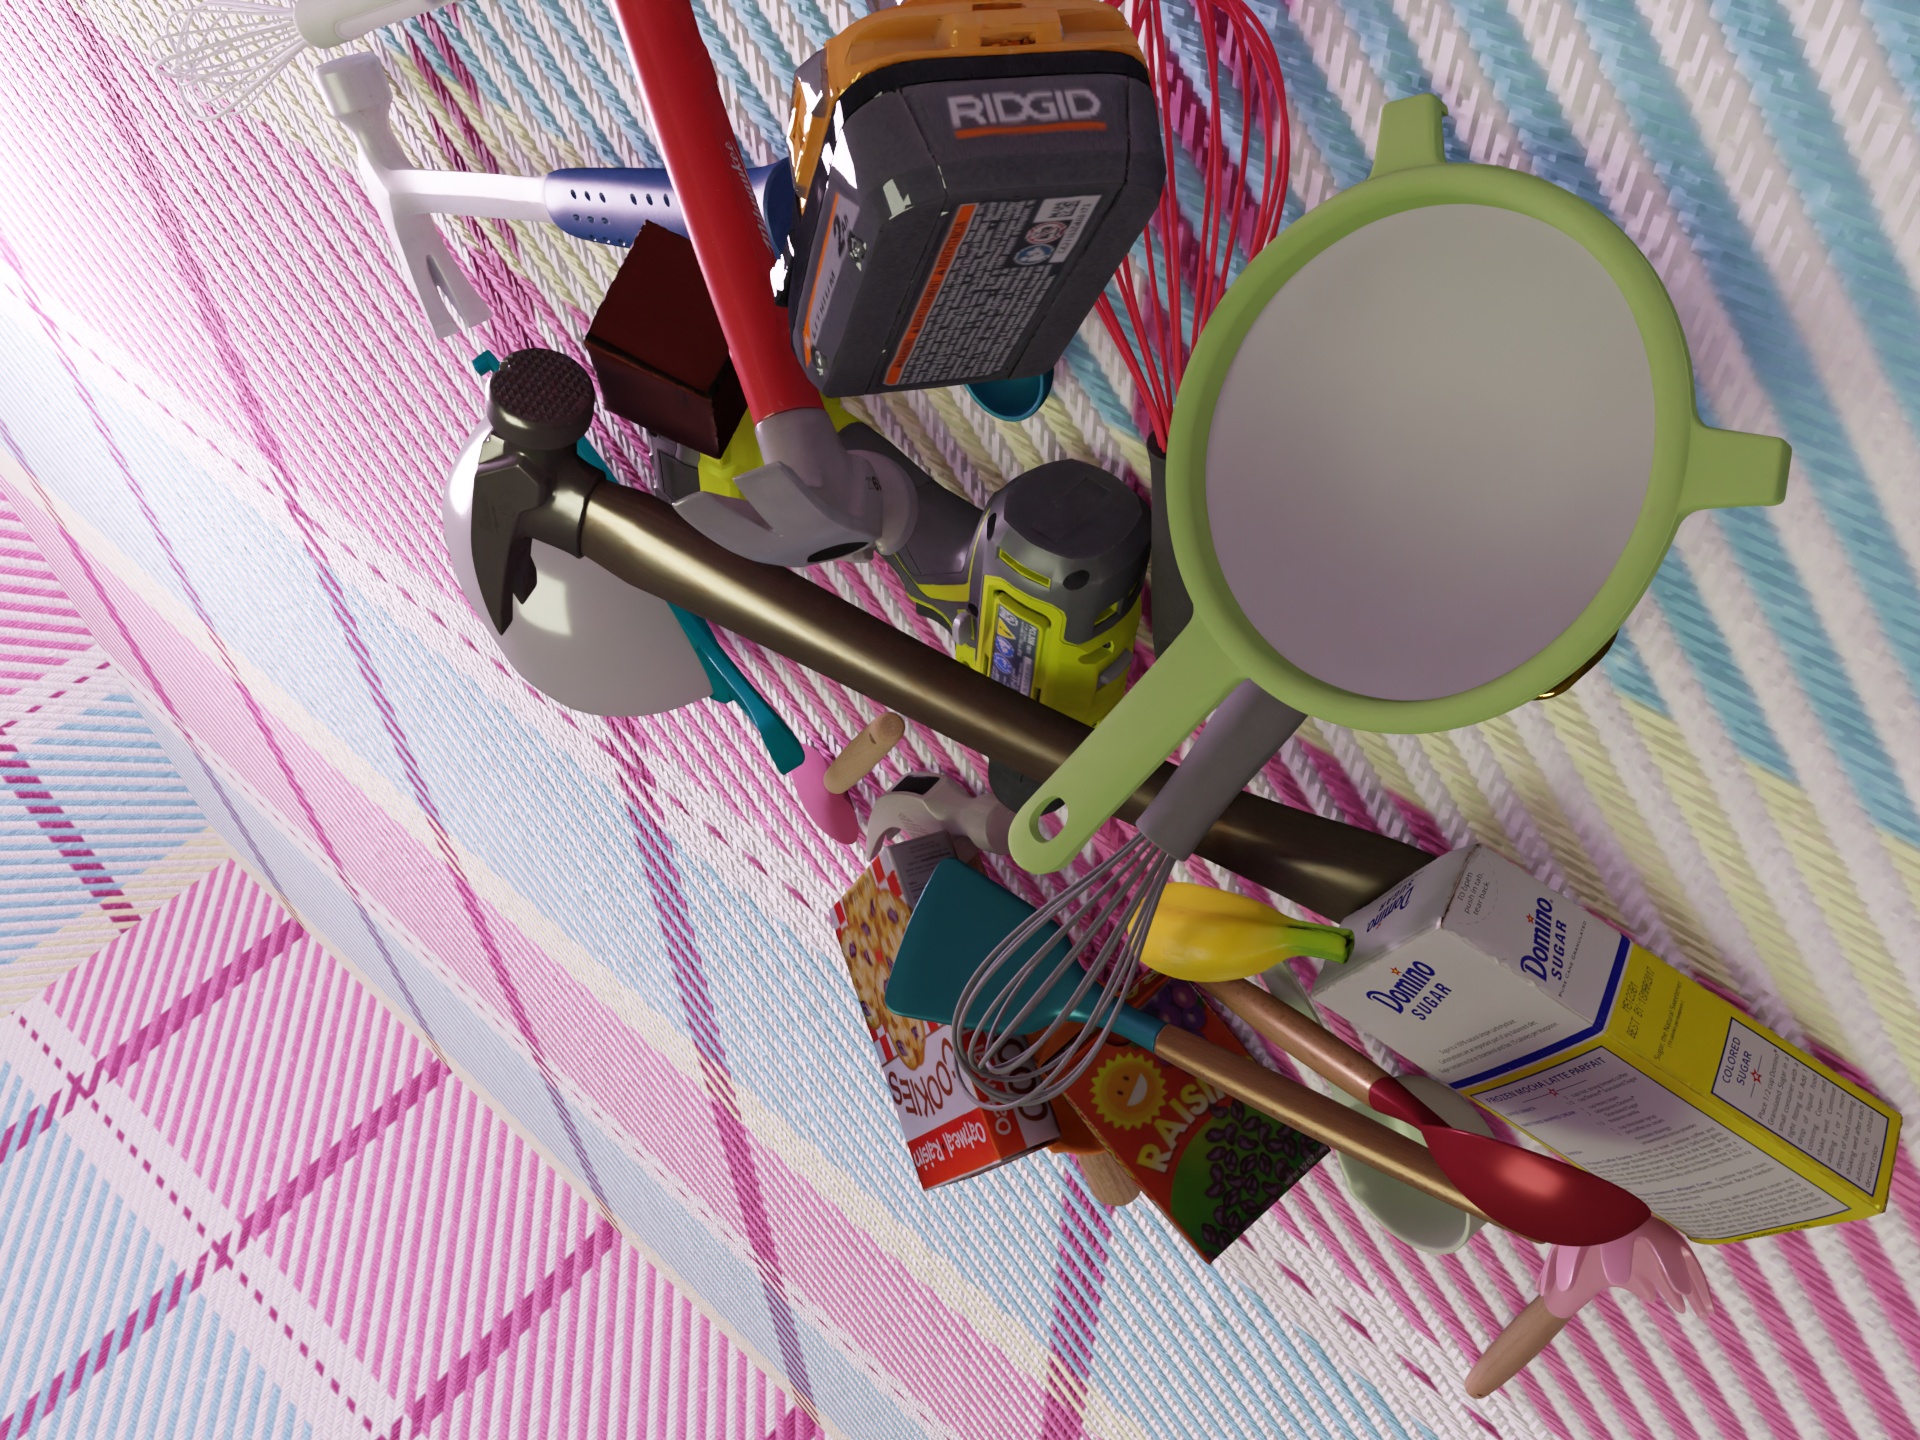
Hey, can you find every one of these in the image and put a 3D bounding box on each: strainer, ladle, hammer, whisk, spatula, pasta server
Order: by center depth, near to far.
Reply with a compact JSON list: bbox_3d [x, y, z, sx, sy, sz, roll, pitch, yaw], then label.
[{"bbox_3d":[0.108,-0.037,0.473,0.256,0.069,0.152,-50,58,32],"label":"strainer"},{"bbox_3d":[-0.103,-0.234,0.481,0.143,0.038,0.386,-17,-92,-77],"label":"hammer"},{"bbox_3d":[0.072,-0.107,0.523,0.073,0.073,0.295,29,148,32],"label":"whisk"},{"bbox_3d":[0.074,0.043,0.568,0.055,0.239,0.055,35,-171,-7],"label":"whisk"},{"bbox_3d":[-0.001,-0.002,0.630,0.410,0.038,0.146,26,145,-2],"label":"hammer"},{"bbox_3d":[0.157,0.140,0.638,0.069,0.031,0.315,31,178,-16],"label":"ladle"},{"bbox_3d":[-0.179,-0.226,0.707,0.406,0.035,0.144,23,139,47],"label":"hammer"},{"bbox_3d":[0.264,0.276,0.716,0.060,0.040,0.316,6,147,8],"label":"pasta server"},{"bbox_3d":[0.108,0.156,0.717,0.318,0.082,0.044,21,177,33],"label":"spatula"},{"bbox_3d":[-0.317,-0.336,0.771,0.246,0.057,0.059,5,99,37],"label":"whisk"},{"bbox_3d":[-0.186,-0.045,0.818,0.341,0.095,0.210,45,164,47],"label":"strainer"},{"bbox_3d":[0.036,0.165,0.931,0.130,0.031,0.331,11,134,48],"label":"hammer"}]

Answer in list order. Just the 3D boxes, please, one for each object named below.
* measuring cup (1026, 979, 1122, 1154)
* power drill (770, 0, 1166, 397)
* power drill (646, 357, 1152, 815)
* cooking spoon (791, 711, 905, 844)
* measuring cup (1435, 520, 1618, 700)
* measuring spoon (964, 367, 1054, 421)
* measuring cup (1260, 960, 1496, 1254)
[{"bbox_3d":[0.090,0.207,0.878,0.173,0.095,0.052,42,169,-32],"label":"measuring cup"},{"bbox_3d":[-0.025,-0.207,0.445,0.185,0.084,0.226,135,124,-71],"label":"power drill"},{"bbox_3d":[-0.025,-0.064,0.697,0.229,0.080,0.190,34,148,20],"label":"power drill"},{"bbox_3d":[-0.063,0.029,0.849,0.069,0.017,0.319,59,165,2],"label":"cooking spoon"},{"bbox_3d":[0.147,-0.067,0.519,0.157,0.029,0.062,45,152,32],"label":"measuring cup"},{"bbox_3d":[0.035,-0.159,0.567,0.042,0.021,0.128,44,142,10],"label":"measuring spoon"},{"bbox_3d":[0.186,0.159,0.725,0.168,0.038,0.083,59,151,14],"label":"measuring cup"}]
